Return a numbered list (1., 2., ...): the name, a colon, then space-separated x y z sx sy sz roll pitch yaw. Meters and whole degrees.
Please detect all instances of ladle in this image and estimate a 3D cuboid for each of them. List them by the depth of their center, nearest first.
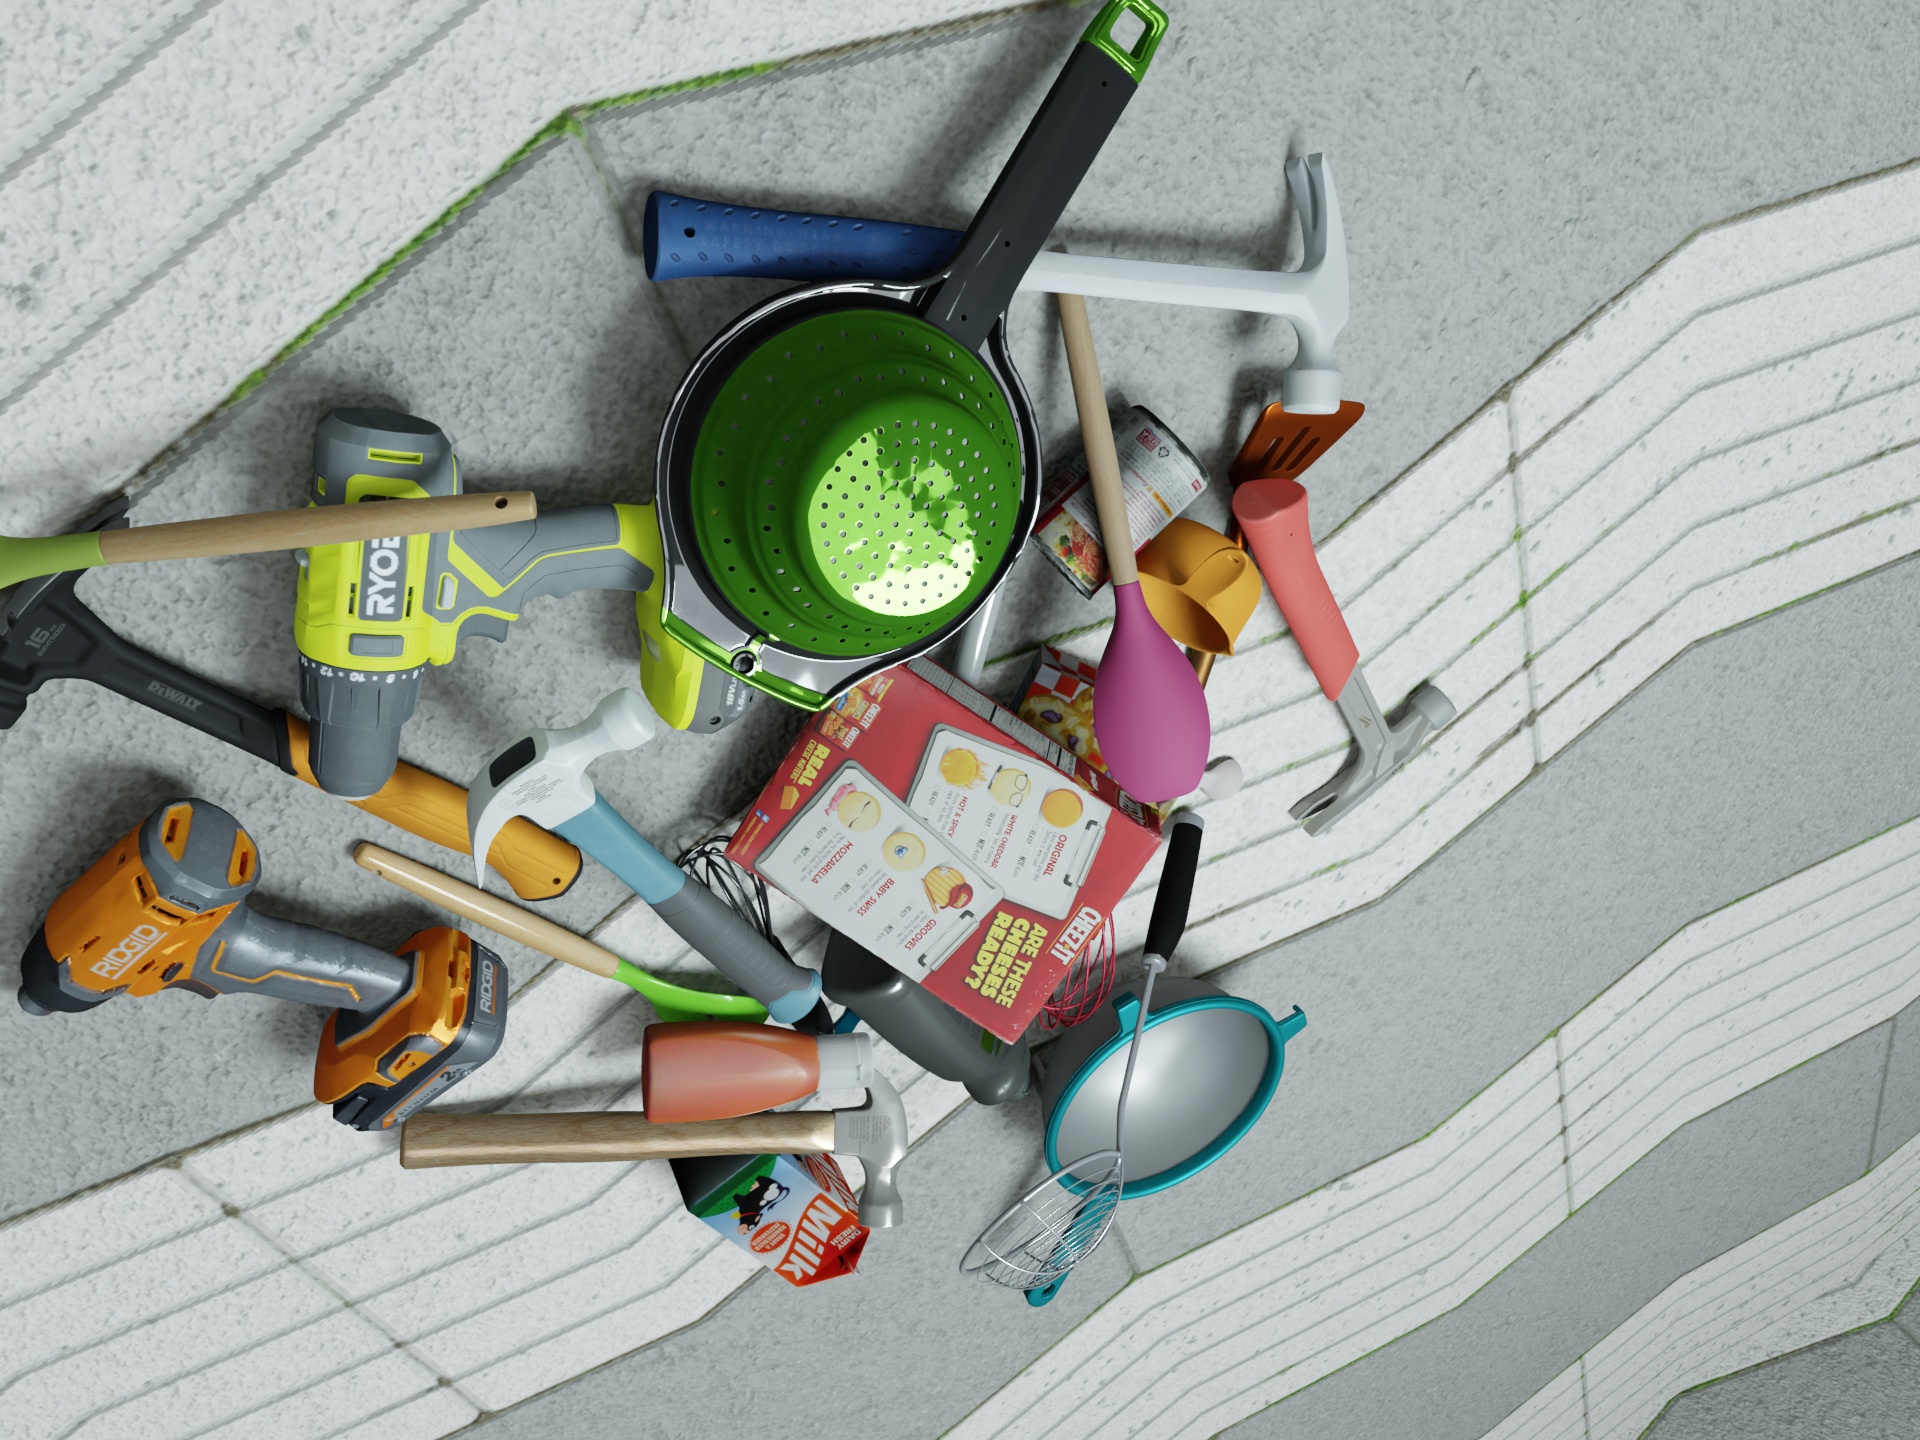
1. ladle: -0.350 -0.082 0.694 0.320 0.078 0.062 -7 170 -6

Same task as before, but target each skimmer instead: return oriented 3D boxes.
1. skimmer: 0.092 0.216 1.105 0.090 0.363 0.127 13 150 11

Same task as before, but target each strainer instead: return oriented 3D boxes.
1. strainer: -0.002 -0.003 1.010 0.050 0.087 0.258 -22 131 -59
2. strainer: 0.118 0.327 1.291 0.210 0.095 0.340 11 118 -33

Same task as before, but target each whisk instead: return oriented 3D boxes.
1. whisk: -0.130 0.155 1.055 0.055 0.055 0.238 -31 137 -7
2. whisk: 0.089 0.099 1.132 0.073 0.073 0.295 -7 119 -26

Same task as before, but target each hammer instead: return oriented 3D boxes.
1. hammer: -0.332 0.015 0.845 0.127 0.034 0.336 -47 132 9
2. hammer: 0.036 -0.246 0.846 0.405 0.035 0.144 -2 99 -24
3. hammer: -0.162 0.101 0.914 0.128 0.033 0.330 -27 142 5
4. hammer: -0.198 0.273 1.058 0.331 0.031 0.130 3 82 -14
5. hammer: 0.249 -0.044 1.105 0.149 0.037 0.358 -41 141 2

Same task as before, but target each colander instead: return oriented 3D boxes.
1. colander: 0.002 -0.179 0.772 0.204 0.095 0.397 29 94 -28

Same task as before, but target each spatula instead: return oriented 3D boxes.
1. spatula: 0.179 -0.074 1.069 0.081 0.041 0.322 -5 126 -29

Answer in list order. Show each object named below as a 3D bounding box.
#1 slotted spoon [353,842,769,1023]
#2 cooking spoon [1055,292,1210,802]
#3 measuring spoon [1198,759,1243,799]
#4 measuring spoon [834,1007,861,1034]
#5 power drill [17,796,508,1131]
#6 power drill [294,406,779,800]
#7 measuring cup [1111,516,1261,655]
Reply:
1. slotted spoon: -0.240 0.146 0.993 0.070 0.031 0.313 -25 137 32
2. cooking spoon: 0.090 -0.105 0.917 0.069 0.017 0.318 -12 101 1
3. measuring spoon: 0.167 0.048 1.146 0.124 0.018 0.034 -3 128 -46
4. measuring spoon: -0.084 0.233 1.153 0.042 0.021 0.128 26 106 -40
5. power drill: -0.384 0.145 0.873 0.164 0.084 0.226 -35 131 20
6. power drill: -0.220 -0.051 0.815 0.228 0.080 0.190 1 111 -31
7. measuring cup: 0.152 -0.095 0.957 0.095 0.173 0.052 35 77 -2
